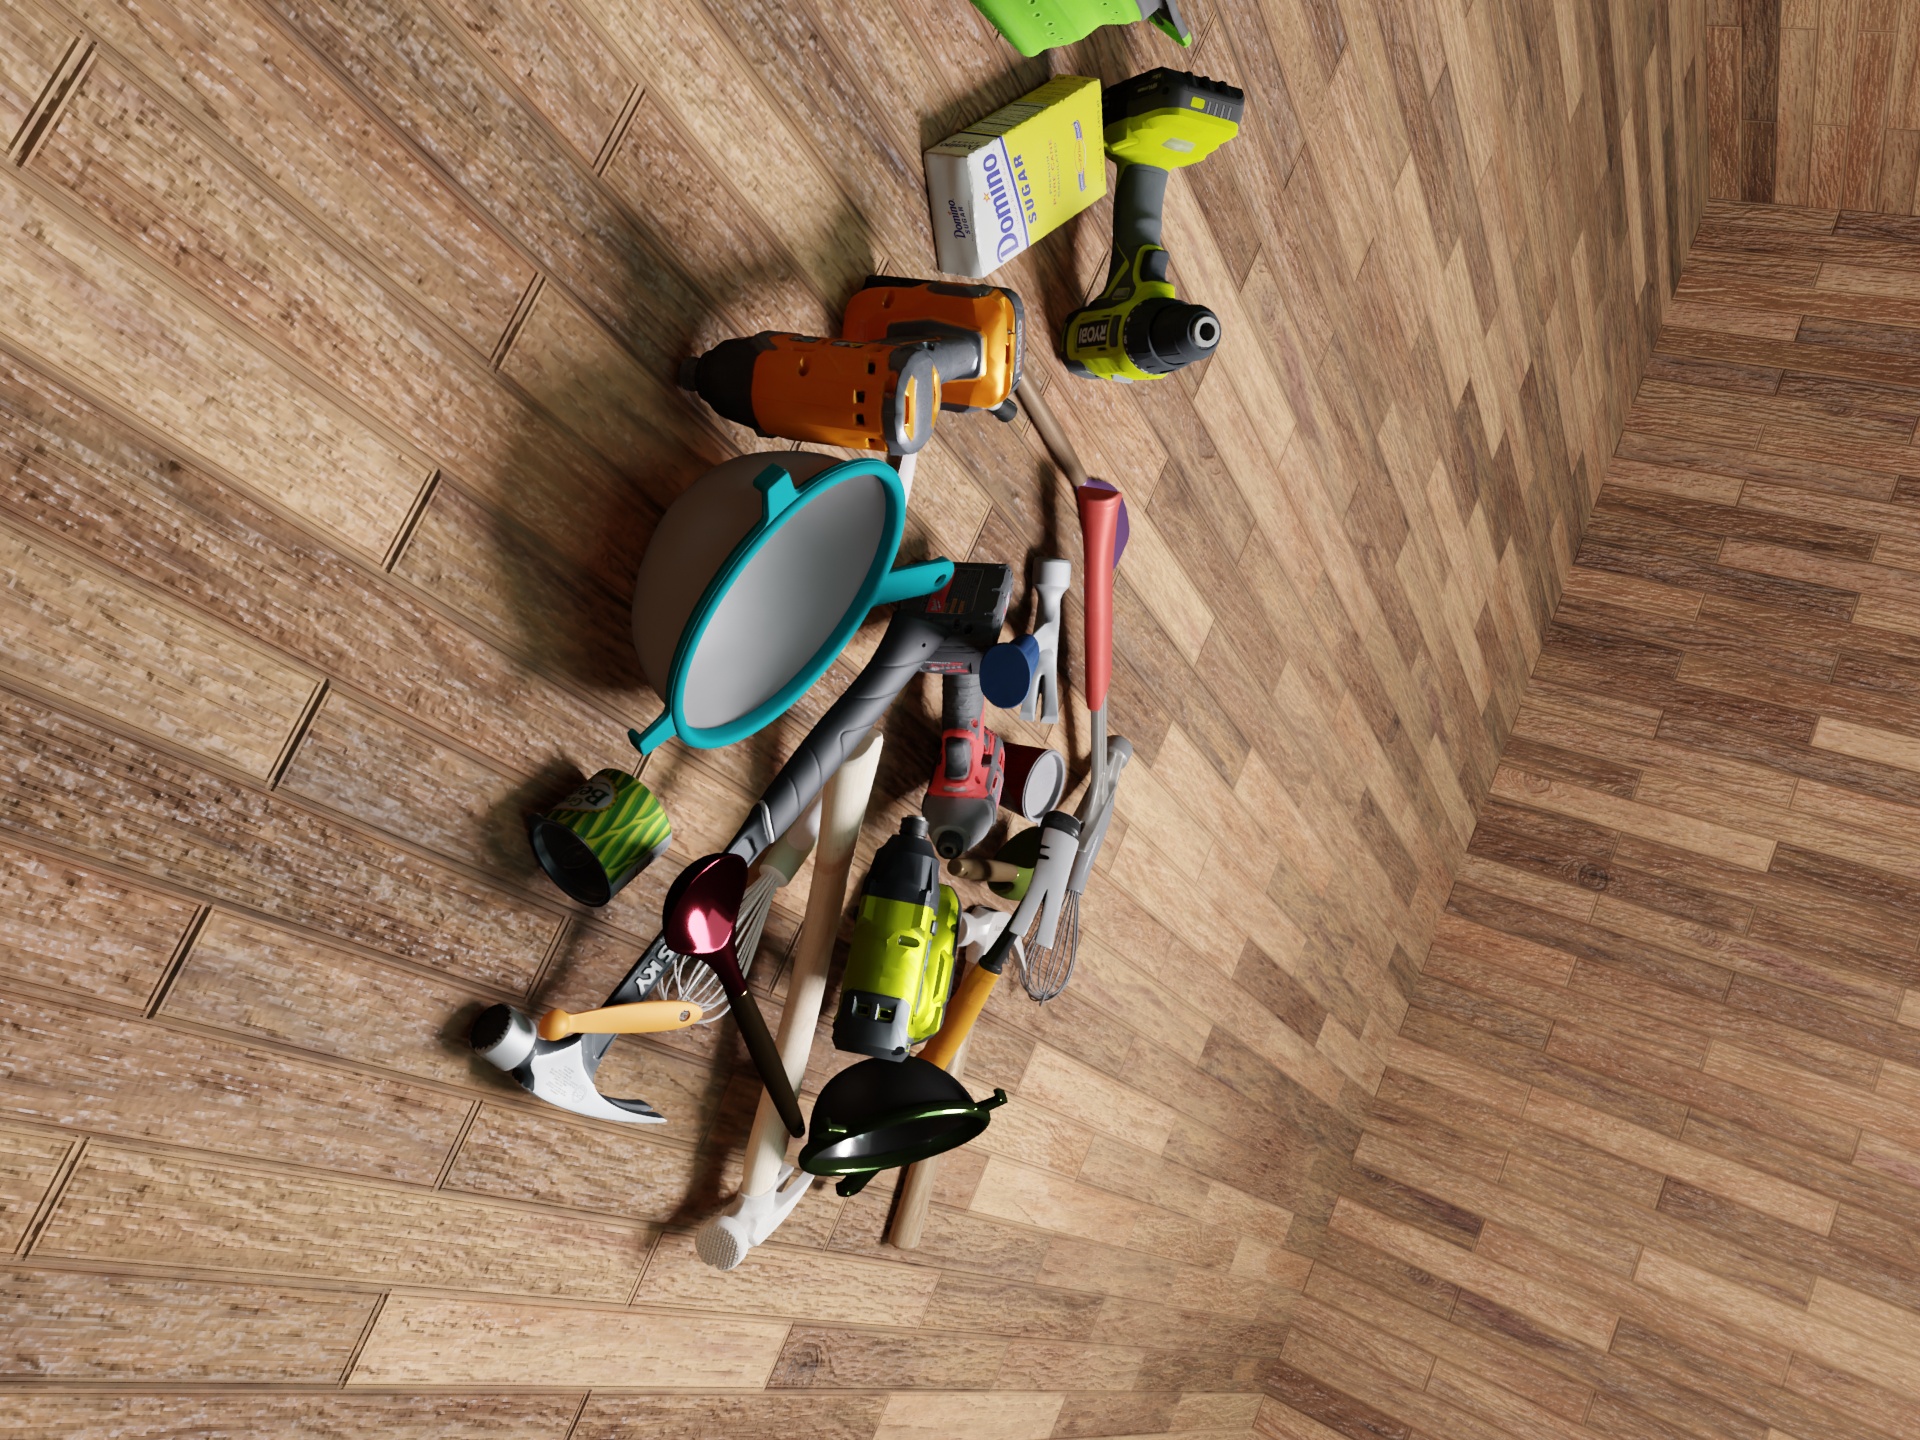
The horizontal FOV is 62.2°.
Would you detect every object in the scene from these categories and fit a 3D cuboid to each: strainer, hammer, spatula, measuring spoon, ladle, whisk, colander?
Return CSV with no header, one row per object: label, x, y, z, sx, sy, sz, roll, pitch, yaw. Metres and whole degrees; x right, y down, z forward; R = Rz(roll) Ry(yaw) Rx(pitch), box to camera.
strainer,-0.108,-0.103,1.044,0.211,0.095,0.340,-60,165,21
hammer,-0.139,0.087,1.057,0.409,0.036,0.149,-52,131,-15
spatula,0.097,-0.226,1.386,0.060,0.018,0.315,-66,150,-13
measuring spoon,-0.045,-0.197,1.181,0.034,0.018,0.124,-19,127,-54
hammer,0.053,-0.047,1.212,0.405,0.035,0.144,-46,141,-80
hammer,0.015,0.221,1.306,0.127,0.034,0.336,-70,-175,-47
ladle,0.028,0.117,1.327,0.078,0.062,0.320,-41,166,7
hammer,0.122,-0.051,1.447,0.149,0.037,0.358,-58,154,-43
whisk,0.113,0.170,1.588,0.055,0.055,0.239,39,67,-57
measuring spoon,-0.209,0.189,0.996,0.116,0.011,0.021,5,101,-43
ladle,-0.140,0.192,1.052,0.069,0.031,0.315,-42,142,-27
hammer,-0.010,0.333,1.484,0.130,0.031,0.331,6,100,-58
colander,-0.009,-0.540,0.981,0.094,0.205,0.396,-42,134,14
strainer,-0.070,0.322,1.272,0.151,0.069,0.256,-5,153,-20
hammer,-0.113,0.200,1.192,0.146,0.038,0.410,-25,130,-70
whisk,-0.140,0.119,1.154,0.246,0.058,0.059,-56,180,-33

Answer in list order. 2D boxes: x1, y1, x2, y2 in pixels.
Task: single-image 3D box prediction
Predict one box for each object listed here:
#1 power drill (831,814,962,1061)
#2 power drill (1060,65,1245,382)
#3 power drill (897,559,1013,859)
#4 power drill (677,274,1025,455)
power drill,-0.045,0.169,1.204,0.223,0.080,0.171,84,17,-78
power drill,0.156,-0.381,1.250,0.080,0.191,0.228,5,97,-24
power drill,-0.002,-0.004,1.247,0.143,0.078,0.219,-74,164,-55
power drill,-0.064,-0.229,1.015,0.226,0.164,0.084,-45,141,-58
